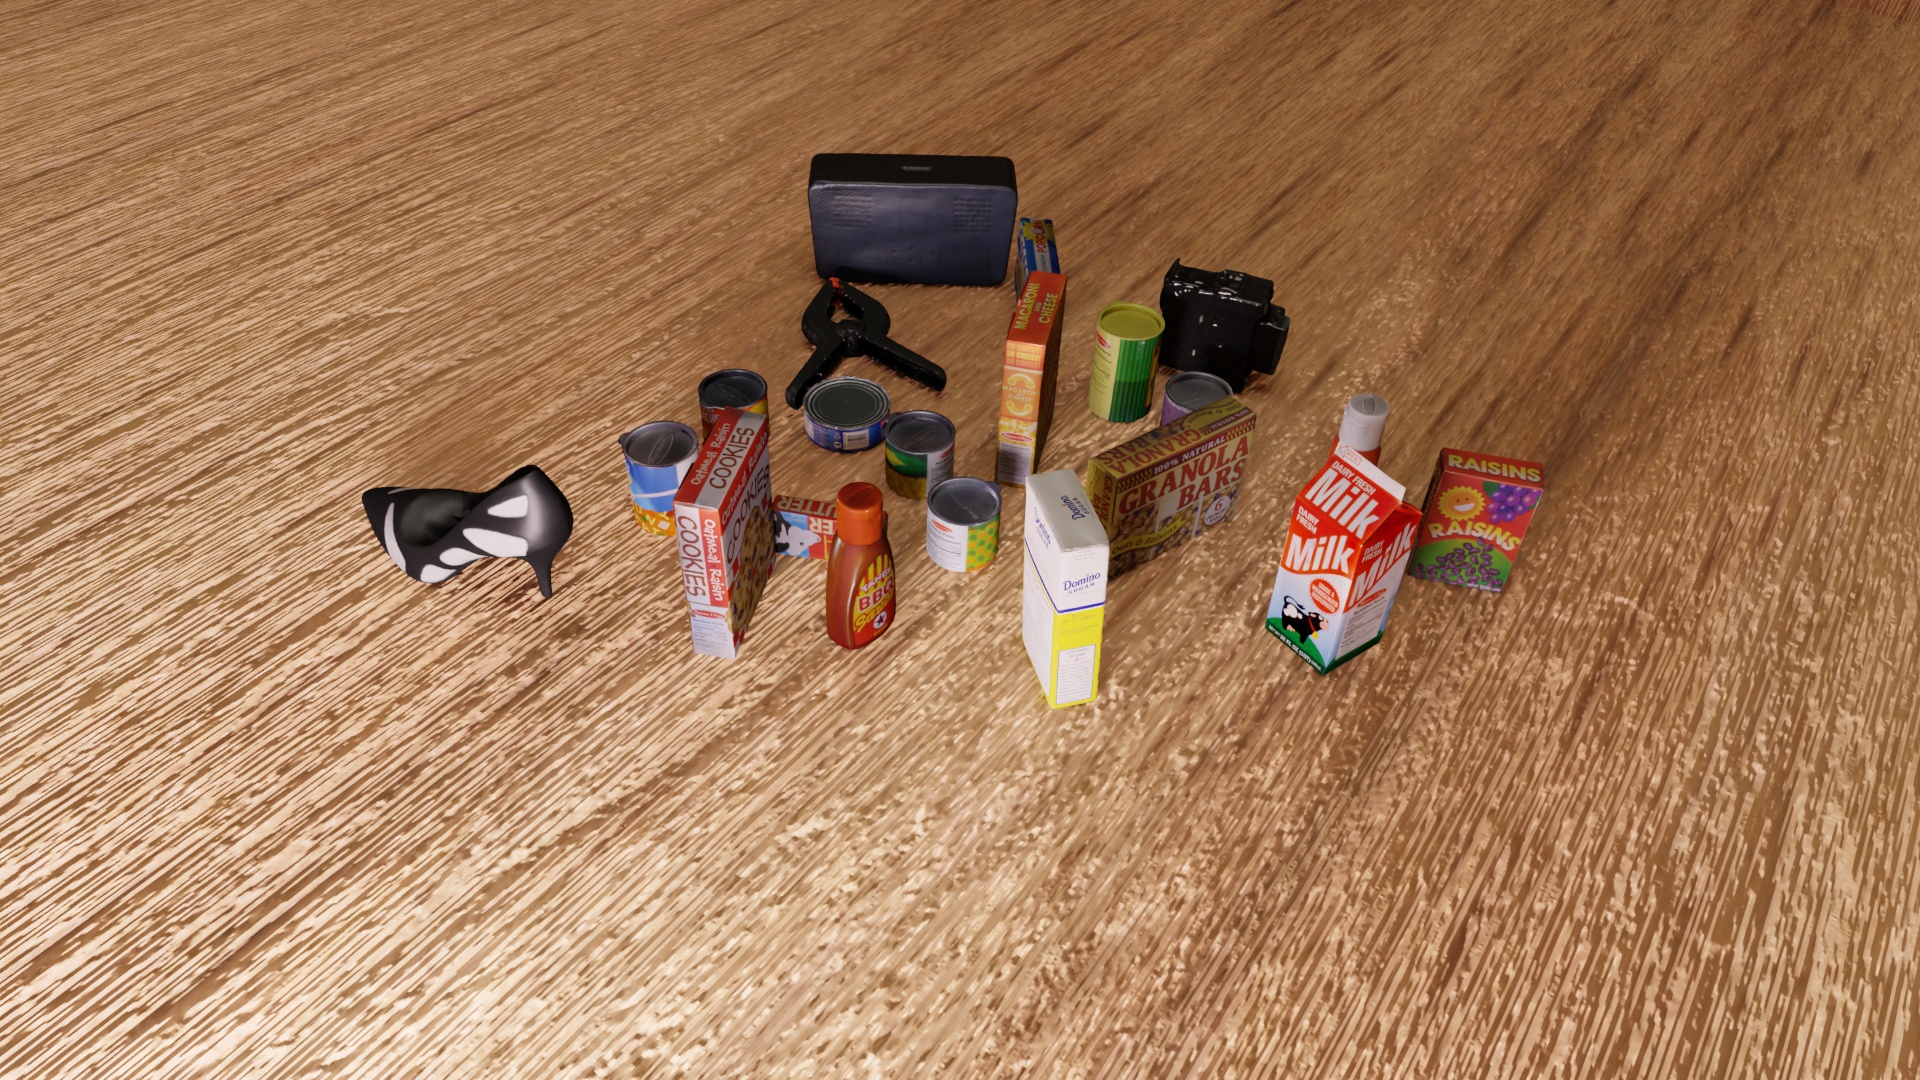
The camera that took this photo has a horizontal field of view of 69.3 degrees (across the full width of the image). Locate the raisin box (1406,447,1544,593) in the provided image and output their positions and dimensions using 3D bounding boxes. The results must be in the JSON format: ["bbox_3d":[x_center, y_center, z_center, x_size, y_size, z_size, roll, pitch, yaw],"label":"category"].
[{"bbox_3d":[0.449,-0.017,1.218,0.086,0.122,0.040,11,43,9],"label":"raisin box"}]

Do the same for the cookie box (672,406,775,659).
[{"bbox_3d":[-0.191,-0.006,1.137,0.040,0.166,0.123,9,43,7],"label":"cookie box"}]

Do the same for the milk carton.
[{"bbox_3d":[0.313,0.011,1.129,0.074,0.189,0.072,-24,49,-26],"label":"milk carton"}]

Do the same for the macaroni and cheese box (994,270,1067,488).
[{"bbox_3d":[0.066,-0.151,1.312,0.040,0.165,0.124,10,43,8],"label":"macaroni and cheese box"}]

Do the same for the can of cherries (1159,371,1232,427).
[{"bbox_3d":[0.233,-0.123,1.370,0.071,0.058,0.072,2,42,-1],"label":"can of cherries"}]

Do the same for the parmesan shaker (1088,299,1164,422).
[{"bbox_3d":[0.165,-0.179,1.395,0.071,0.102,0.072,2,42,-1],"label":"parmesan shaker"}]

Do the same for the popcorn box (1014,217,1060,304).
[{"bbox_3d":[0.083,-0.284,1.519,0.038,0.084,0.127,0,42,-3],"label":"popcorn box"}]

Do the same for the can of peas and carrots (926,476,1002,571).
[{"bbox_3d":[0.004,-0.016,1.239,0.071,0.058,0.071,2,42,-1],"label":"can of peas and carrots"}]

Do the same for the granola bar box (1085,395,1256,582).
[{"bbox_3d":[0.183,-0.045,1.233,0.166,0.123,0.039,-25,49,-27],"label":"granola bar box"}]

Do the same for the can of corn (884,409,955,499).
[{"bbox_3d":[-0.040,-0.082,1.309,0.071,0.058,0.071,2,42,-1],"label":"can of corn"}]

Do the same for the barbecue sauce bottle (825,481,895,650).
[{"bbox_3d":[-0.082,0.019,1.130,0.044,0.147,0.065,30,49,27],"label":"barbecue sauce bottle"}]

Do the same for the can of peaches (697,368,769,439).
[{"bbox_3d":[-0.221,-0.123,1.345,0.071,0.057,0.071,2,42,-1],"label":"can of peaches"}]

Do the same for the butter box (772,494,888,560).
[{"bbox_3d":[-0.115,-0.007,1.227,0.103,0.052,0.024,8,43,6],"label":"butter box"}]

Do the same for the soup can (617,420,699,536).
[{"bbox_3d":[-0.268,-0.056,1.250,0.071,0.083,0.072,2,42,-1],"label":"soup can"}]

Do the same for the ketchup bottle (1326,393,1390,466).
[{"bbox_3d":[0.348,-0.062,1.243,0.043,0.148,0.065,12,43,10],"label":"ketchup bottle"}]
